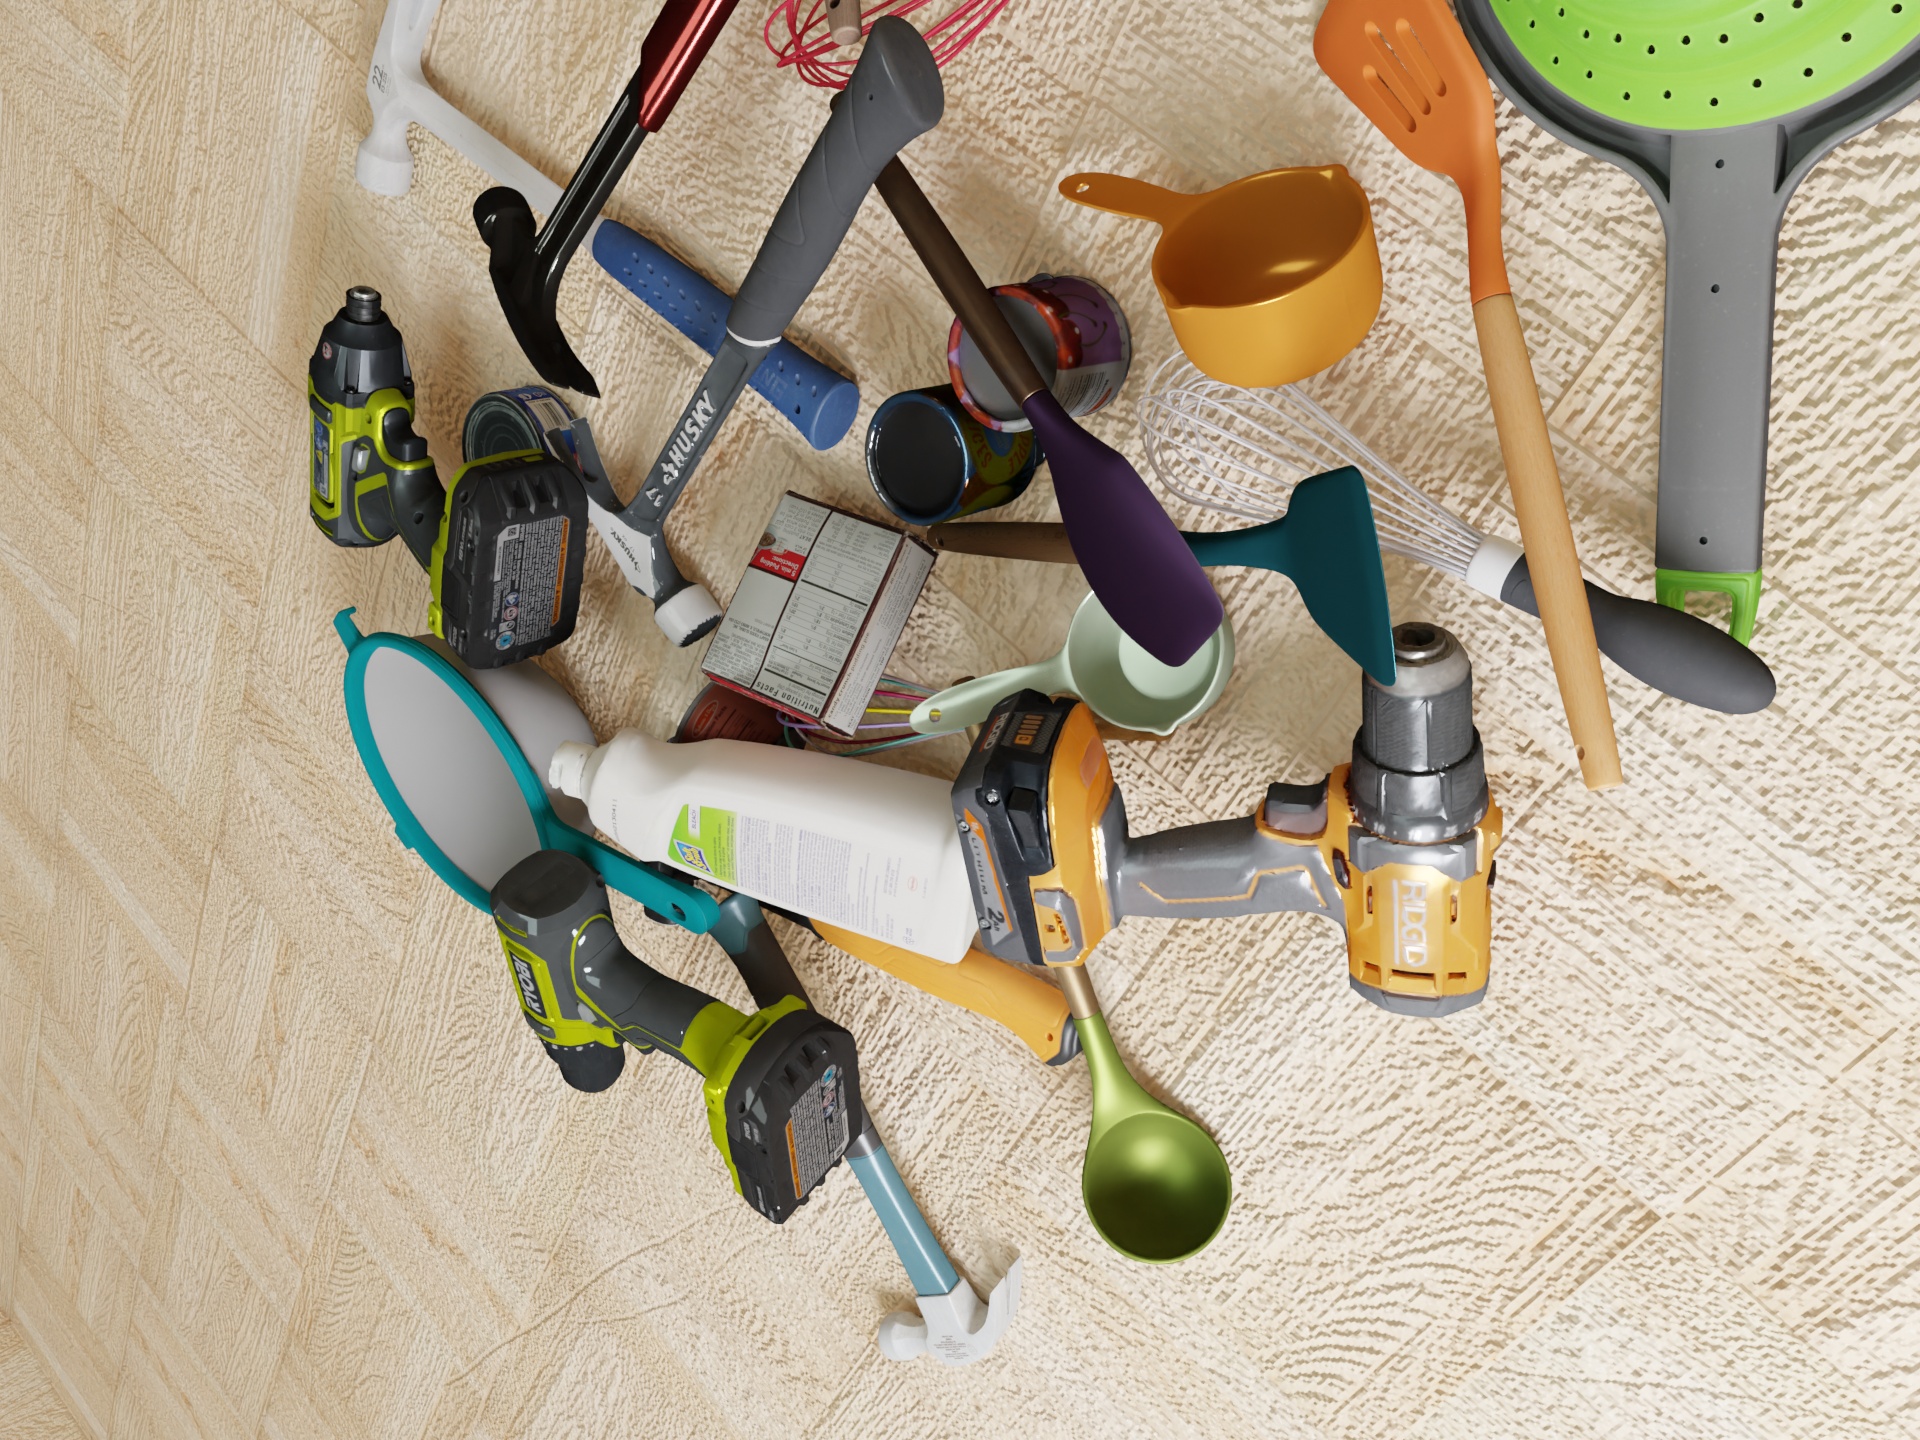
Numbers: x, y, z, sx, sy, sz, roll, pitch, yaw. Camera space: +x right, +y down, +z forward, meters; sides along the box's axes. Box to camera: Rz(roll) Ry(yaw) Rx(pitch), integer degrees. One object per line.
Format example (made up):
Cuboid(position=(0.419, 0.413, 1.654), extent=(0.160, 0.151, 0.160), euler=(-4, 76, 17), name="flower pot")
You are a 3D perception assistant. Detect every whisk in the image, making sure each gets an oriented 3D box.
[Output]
Cuboid(position=(0.033, -0.337, 0.681), extent=(0.296, 0.073, 0.073), euler=(-7, 101, 35), name="whisk")
Cuboid(position=(0.187, -0.075, 0.640), extent=(0.285, 0.070, 0.070), euler=(33, 124, 28), name="whisk")
Cuboid(position=(-0.002, -0.002, 0.834), extent=(0.245, 0.051, 0.047), euler=(2, 150, 33), name="whisk")

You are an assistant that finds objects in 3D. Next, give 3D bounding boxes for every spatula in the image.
Cuboid(position=(0.019, -0.158, 0.694), extent=(0.316, 0.018, 0.059), euler=(60, 142, 17), name="spatula")
Cuboid(position=(0.194, -0.131, 0.591), extent=(0.081, 0.041, 0.323), euler=(134, 126, -76), name="spatula")
Cuboid(position=(0.072, -0.074, 0.696), extent=(0.318, 0.044, 0.082), euler=(11, 120, 53), name="spatula")

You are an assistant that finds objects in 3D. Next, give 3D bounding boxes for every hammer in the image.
Cuboid(position=(-0.131, -0.333, 0.778), extent=(0.359, 0.036, 0.149), euler=(-47, 57, 29), name="hammer")
Cuboid(position=(-0.066, 0.114, 0.939), extent=(0.337, 0.034, 0.127), euler=(20, 119, 32), name="hammer")
Cuboid(position=(-0.209, -0.284, 0.905), extent=(0.406, 0.035, 0.144), euler=(39, 127, 21), name="hammer")
Cuboid(position=(-0.114, -0.190, 0.806), extent=(0.149, 0.036, 0.409), euler=(53, 142, 5), name="hammer")
Cuboid(position=(-0.066, 0.249, 0.964), extent=(0.128, 0.033, 0.331), euler=(-20, 101, 40), name="hammer")

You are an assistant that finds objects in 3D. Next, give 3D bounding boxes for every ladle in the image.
Cuboid(position=(0.059, 0.128, 0.809), extent=(0.062, 0.078, 0.320), euler=(-155, 44, -77), name="ladle")

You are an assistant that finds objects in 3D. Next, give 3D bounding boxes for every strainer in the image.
Cuboid(position=(-0.254, 0.042, 1.017), extent=(0.341, 0.095, 0.210), euler=(22, 131, 32), name="strainer")

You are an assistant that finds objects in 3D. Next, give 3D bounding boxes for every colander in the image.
Cuboid(position=(0.248, -0.204, 0.530), extent=(0.205, 0.094, 0.397), euler=(7, 110, 37), name="colander")

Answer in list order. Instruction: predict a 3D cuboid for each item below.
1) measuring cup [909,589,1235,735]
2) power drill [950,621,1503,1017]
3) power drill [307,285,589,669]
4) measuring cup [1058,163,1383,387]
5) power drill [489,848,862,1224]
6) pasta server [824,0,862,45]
Cuboid(position=(0.053, -0.021, 0.766), extent=(0.167, 0.038, 0.083), euler=(-17, 83, 27), name="measuring cup")
Cuboid(position=(0.115, 0.037, 0.686), extent=(0.226, 0.084, 0.185), euler=(4, 128, 21), name="power drill")
Cuboid(position=(-0.326, -0.148, 0.975), extent=(0.223, 0.080, 0.171), euler=(39, 131, 28), name="power drill")
Cuboid(position=(0.103, -0.194, 0.673), extent=(0.174, 0.095, 0.052), euler=(38, 165, 46), name="measuring cup")
Cuboid(position=(-0.171, 0.193, 0.933), extent=(0.229, 0.080, 0.190), euler=(25, 138, 26), name="power drill")
Cuboid(position=(-0.071, -0.439, 0.682), extent=(0.060, 0.040, 0.316), euler=(-13, 78, 32), name="pasta server")
